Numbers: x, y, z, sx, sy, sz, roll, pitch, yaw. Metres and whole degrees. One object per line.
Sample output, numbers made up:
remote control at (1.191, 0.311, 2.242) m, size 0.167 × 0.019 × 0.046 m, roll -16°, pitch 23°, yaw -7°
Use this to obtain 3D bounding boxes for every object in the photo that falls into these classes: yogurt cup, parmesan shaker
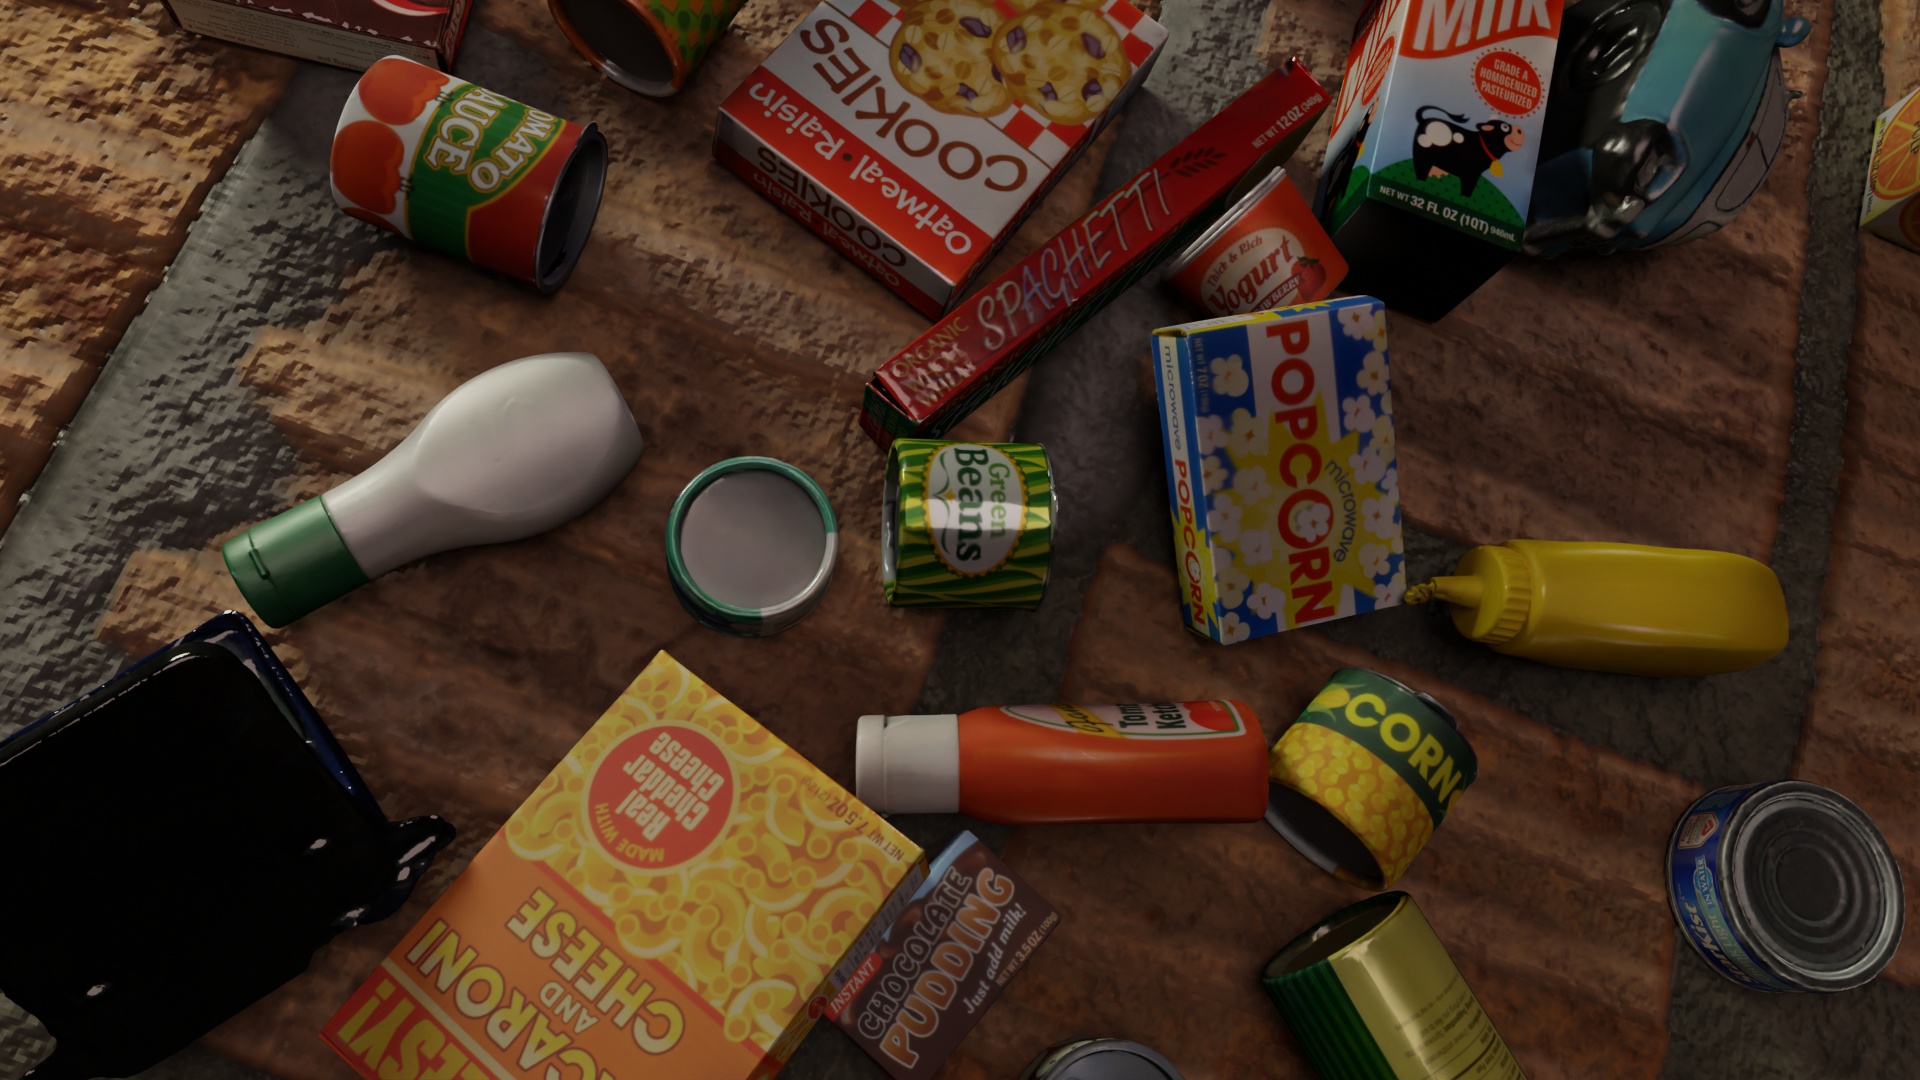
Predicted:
yogurt cup at (0.128, -0.118, 0.595) m, size 0.072 × 0.072 × 0.054 m, roll -44°, pitch 93°, yaw -18°
parmesan shaker at (0.166, 0.189, 0.510) m, size 0.071 × 0.071 × 0.103 m, roll -28°, pitch 80°, yaw -17°

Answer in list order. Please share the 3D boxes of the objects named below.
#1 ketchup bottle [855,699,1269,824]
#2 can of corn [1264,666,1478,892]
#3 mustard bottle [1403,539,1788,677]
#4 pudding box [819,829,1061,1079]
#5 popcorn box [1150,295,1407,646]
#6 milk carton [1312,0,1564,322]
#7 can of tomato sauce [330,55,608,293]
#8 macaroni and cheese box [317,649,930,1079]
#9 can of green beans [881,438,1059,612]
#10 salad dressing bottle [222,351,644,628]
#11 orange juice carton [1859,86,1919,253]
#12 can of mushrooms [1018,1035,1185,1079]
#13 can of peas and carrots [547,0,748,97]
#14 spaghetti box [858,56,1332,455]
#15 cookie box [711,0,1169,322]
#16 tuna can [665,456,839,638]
ketchup bottle at (0.036, 0.084, 0.521) m, size 0.149 × 0.065 × 0.043 m, roll -1°, pitch 96°, yaw -2°
can of corn at (0.155, 0.091, 0.533) m, size 0.071 × 0.071 × 0.058 m, roll 43°, pitch 72°, yaw 4°
mustard bottle at (0.255, 0.026, 0.570) m, size 0.160 × 0.065 × 0.049 m, roll 7°, pitch 70°, yaw -14°
pudding box at (-0.009, 0.152, 0.507) m, size 0.050 × 0.030 × 0.084 m, roll 42°, pitch 71°, yaw 5°
popcorn box at (0.128, -0.029, 0.556) m, size 0.085 × 0.038 × 0.126 m, roll -11°, pitch 102°, yaw -14°
milk carton at (0.218, -0.205, 0.632) m, size 0.072 × 0.073 × 0.191 m, roll 19°, pitch 71°, yaw -4°
can of tomato sauce at (-0.189, -0.144, 0.540) m, size 0.083 × 0.071 × 0.071 m, roll 21°, pitch 71°, yaw -3°
macaroni and cheese box at (-0.110, 0.138, 0.472) m, size 0.124 × 0.040 × 0.167 m, roll 34°, pitch 70°, yaw 17°
can of green beans at (0.002, -0.006, 0.537) m, size 0.058 × 0.071 × 0.071 m, roll 2°, pitch 74°, yaw -10°
salad dressing bottle at (-0.194, -0.019, 0.517) m, size 0.148 × 0.044 × 0.064 m, roll -29°, pitch 83°, yaw -16°
orange juice carton at (0.510, -0.200, 0.621) m, size 0.073 × 0.192 × 0.072 m, roll 21°, pitch 72°, yaw -3°
can of mushrooms at (0.049, 0.214, 0.497) m, size 0.071 × 0.033 × 0.071 m, roll 3°, pitch 74°, yaw -10°
can of peas and carrots at (-0.130, -0.230, 0.577) m, size 0.071 × 0.070 × 0.059 m, roll 30°, pitch 72°, yaw -1°
spaghetti box at (0.059, -0.121, 0.590) m, size 0.251 × 0.050 × 0.029 m, roll -40°, pitch 83°, yaw -18°
cookie box at (-0.007, -0.194, 0.605) m, size 0.123 × 0.040 × 0.168 m, roll 37°, pitch 70°, yaw 2°
tuna can at (-0.082, 0.001, 0.537) m, size 0.071 × 0.032 × 0.071 m, roll 3°, pitch 74°, yaw -10°
